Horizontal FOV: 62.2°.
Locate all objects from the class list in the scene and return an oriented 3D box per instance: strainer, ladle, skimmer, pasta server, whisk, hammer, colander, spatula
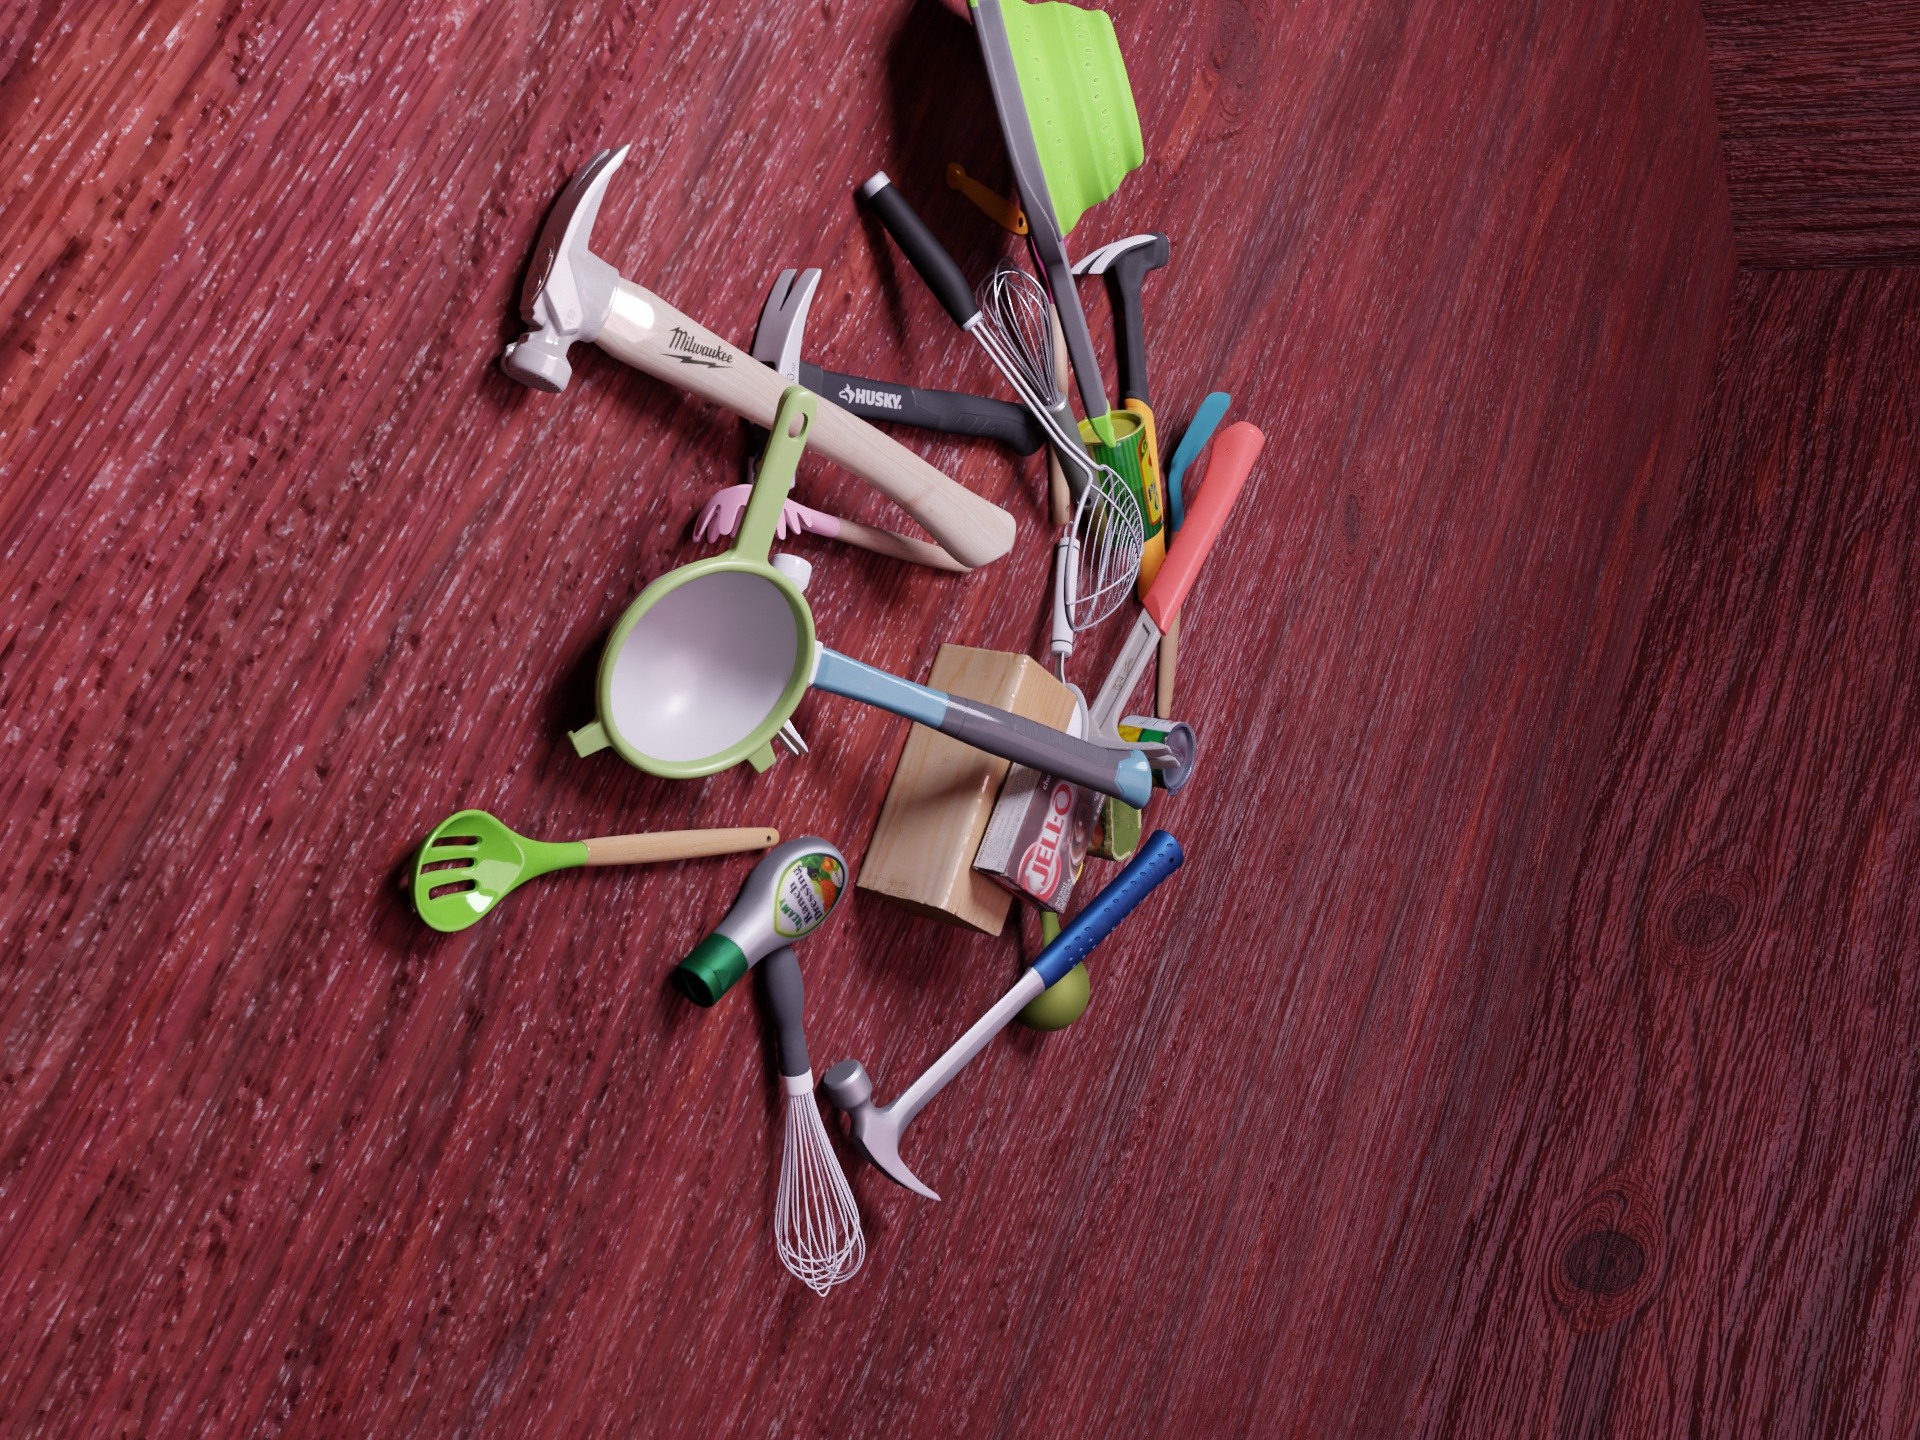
[{"bbox_3d":[0.082,-0.053,1.348,0.050,0.087,0.259,15,67,-24],"label":"strainer"},{"bbox_3d":[-0.152,-0.090,0.984,0.151,0.069,0.256,7,110,-43],"label":"strainer"},{"bbox_3d":[0.063,0.127,1.400,0.078,0.062,0.320,-17,106,-30],"label":"ladle"},{"bbox_3d":[0.023,-0.230,1.178,0.363,0.090,0.127,52,36,-14],"label":"skimmer"},{"bbox_3d":[-0.077,-0.127,1.141,0.316,0.060,0.040,7,85,-59],"label":"pasta server"},{"bbox_3d":[0.070,-0.257,1.253,0.246,0.058,0.059,62,37,-44],"label":"whisk"},{"bbox_3d":[-0.033,-0.238,1.180,0.334,0.035,0.146,-6,104,-53],"label":"hammer"},{"bbox_3d":[0.160,-0.261,1.441,0.127,0.034,0.336,-35,125,-46],"label":"hammer"},{"bbox_3d":[0.059,0.230,1.343,0.405,0.035,0.144,-39,115,-32],"label":"hammer"},{"bbox_3d":[0.100,-0.385,1.201,0.205,0.094,0.396,-94,166,-49],"label":"colander"},{"bbox_3d":[-0.117,0.295,1.174,0.070,0.070,0.284,-24,112,-49],"label":"whisk"},{"bbox_3d":[-0.099,-0.206,1.036,0.410,0.038,0.146,24,82,-45],"label":"hammer"},{"bbox_3d":[0.194,-0.118,1.407,0.359,0.149,0.036,-61,138,-21],"label":"hammer"},{"bbox_3d":[-0.002,-0.004,1.144,0.330,0.033,0.128,20,78,-23],"label":"hammer"},{"bbox_3d":[0.217,-0.156,1.536,0.082,0.044,0.317,-20,116,-64],"label":"spatula"}]

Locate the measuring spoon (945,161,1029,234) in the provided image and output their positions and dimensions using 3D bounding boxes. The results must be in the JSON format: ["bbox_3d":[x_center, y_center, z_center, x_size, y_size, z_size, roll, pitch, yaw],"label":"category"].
[{"bbox_3d":[0.025,-0.405,1.239,0.116,0.011,0.021,13,88,-55],"label":"measuring spoon"}]

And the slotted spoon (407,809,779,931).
[{"bbox_3d":[-0.221,0.084,1.004,0.313,0.031,0.070,0,98,-56],"label":"slotted spoon"}]

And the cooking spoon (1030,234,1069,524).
[{"bbox_3d":[0.081,-0.322,1.329,0.069,0.017,0.318,-27,120,-54],"label":"cooking spoon"}]

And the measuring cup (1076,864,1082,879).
[{"bbox_3d":[0.030,0.132,1.338,0.156,0.029,0.062,-16,102,-24],"label":"measuring cup"}]
